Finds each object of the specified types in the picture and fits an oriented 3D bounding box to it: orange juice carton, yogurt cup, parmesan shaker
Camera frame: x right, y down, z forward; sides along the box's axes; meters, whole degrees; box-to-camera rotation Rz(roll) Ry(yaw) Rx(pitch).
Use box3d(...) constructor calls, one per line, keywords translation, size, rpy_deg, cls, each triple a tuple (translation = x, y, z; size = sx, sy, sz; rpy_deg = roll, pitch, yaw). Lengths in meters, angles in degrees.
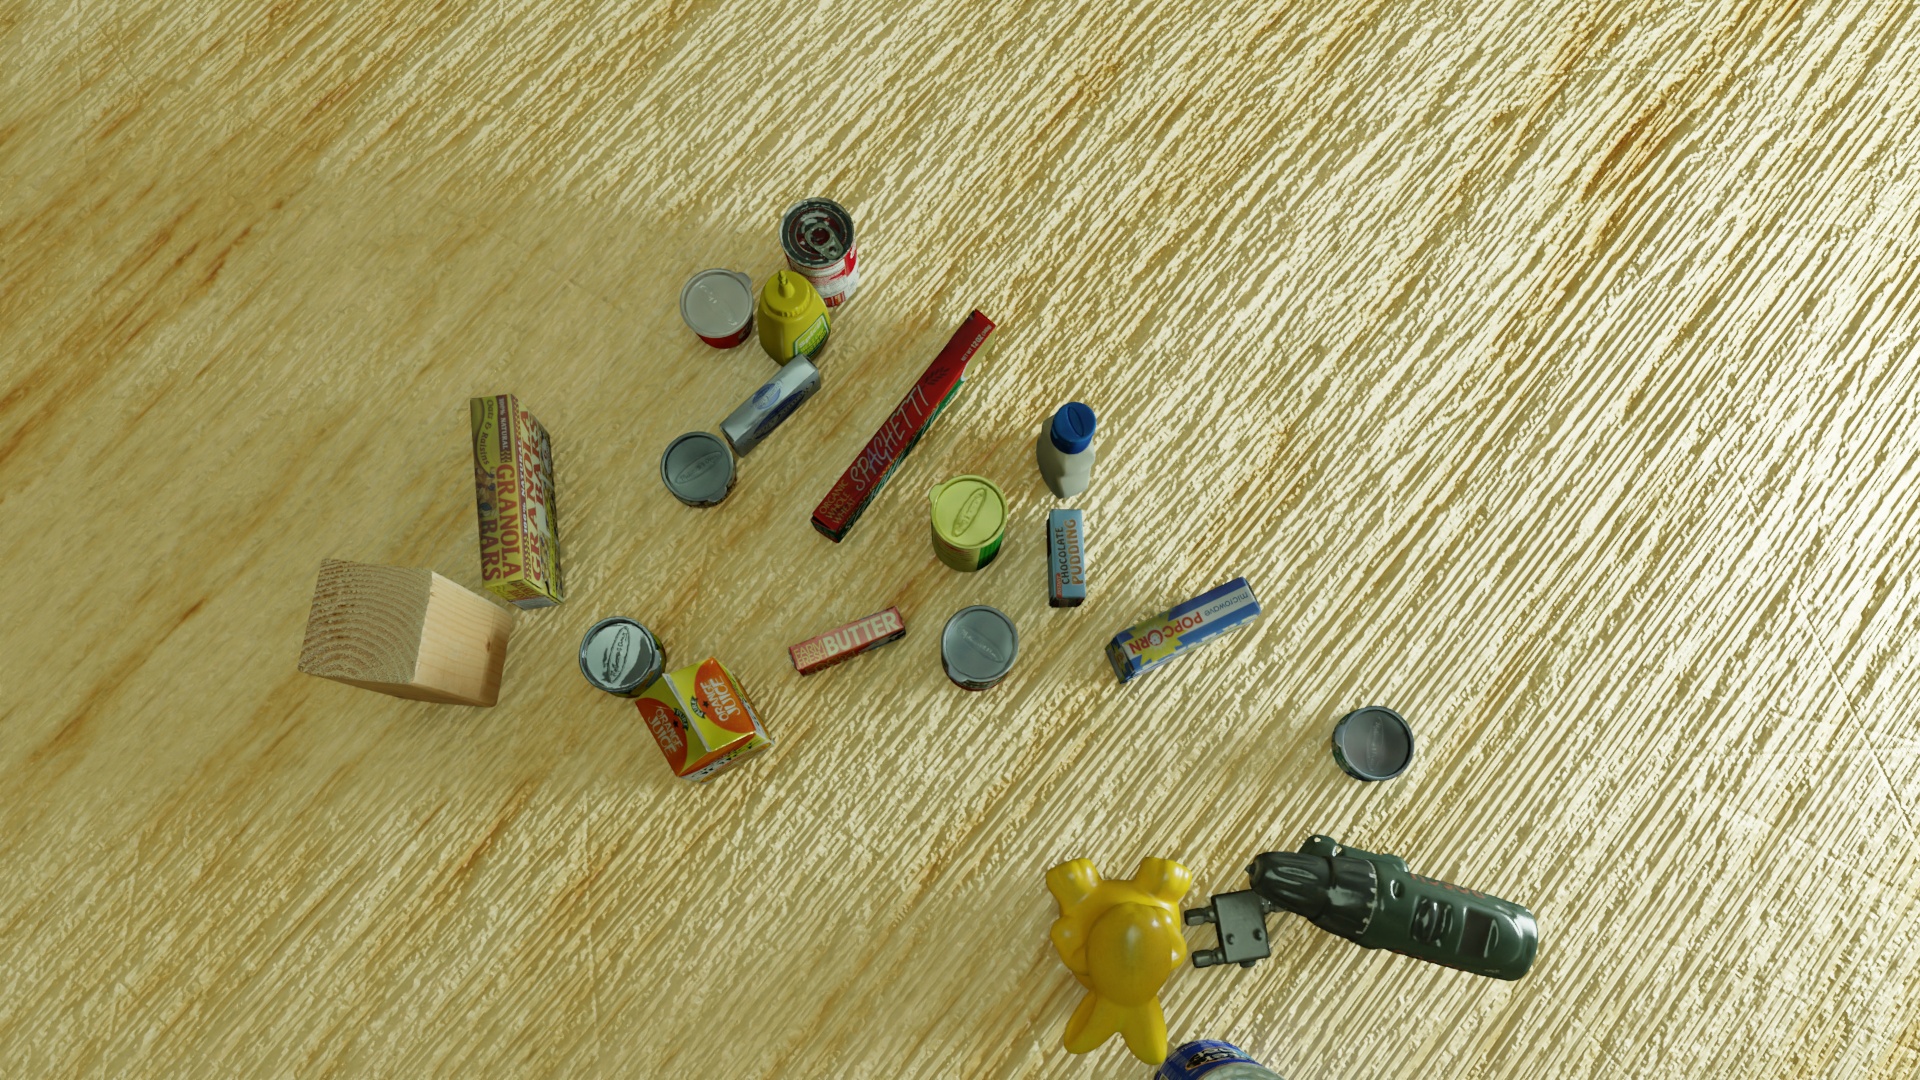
box3d(translation=(-0.210, 0.150, 1.143), size=(0.073, 0.192, 0.072), rpy_deg=(-30, 80, -7), cls="orange juice carton")
box3d(translation=(-0.224, -0.213, 1.297), size=(0.072, 0.054, 0.072), rpy_deg=(0, 77, -1), cls="yogurt cup")
box3d(translation=(0.004, -0.015, 1.231), size=(0.071, 0.103, 0.071), rpy_deg=(0, 78, -1), cls="parmesan shaker")

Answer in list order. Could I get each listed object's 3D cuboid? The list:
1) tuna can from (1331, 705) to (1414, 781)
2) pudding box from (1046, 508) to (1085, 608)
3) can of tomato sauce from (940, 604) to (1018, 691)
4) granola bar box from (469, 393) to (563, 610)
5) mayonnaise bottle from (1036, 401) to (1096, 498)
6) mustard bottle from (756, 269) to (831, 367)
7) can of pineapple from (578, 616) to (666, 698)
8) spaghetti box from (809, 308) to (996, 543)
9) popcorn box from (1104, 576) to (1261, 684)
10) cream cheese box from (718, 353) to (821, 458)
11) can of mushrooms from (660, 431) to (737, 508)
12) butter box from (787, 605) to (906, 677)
box3d(translation=(0.362, 0.180, 1.230), size=(0.071, 0.032, 0.071), rpy_deg=(0, 77, -1), cls="tuna can")
box3d(translation=(0.095, 0.016, 1.253), size=(0.030, 0.049, 0.084), rpy_deg=(-1, 77, -1), cls="pudding box")
box3d(translation=(0.015, 0.098, 1.216), size=(0.071, 0.083, 0.071), rpy_deg=(0, 77, -1), cls="can of tomato sauce")
box3d(translation=(-0.386, -0.031, 1.215), size=(0.039, 0.124, 0.166), rpy_deg=(-8, 78, -3), cls="granola bar box")
box3d(translation=(0.095, -0.083, 1.226), size=(0.041, 0.147, 0.065), rpy_deg=(-21, 79, -6), cls="mayonnaise bottle")
box3d(translation=(-0.152, -0.203, 1.241), size=(0.049, 0.160, 0.065), rpy_deg=(41, 80, 7), cls="mustard bottle")
box3d(translation=(-0.294, 0.104, 1.220), size=(0.071, 0.057, 0.071), rpy_deg=(0, 77, -1), cls="can of pineapple")
box3d(translation=(-0.051, -0.104, 1.278), size=(0.029, 0.050, 0.250), rpy_deg=(36, 79, 6), cls="spaghetti box")
box3d(translation=(0.194, 0.080, 1.223), size=(0.127, 0.085, 0.038), rpy_deg=(-24, 79, -6), cls="popcorn box")
box3d(translation=(-0.174, -0.124, 1.278), size=(0.104, 0.053, 0.024), rpy_deg=(-43, 82, -10), cls="cream cheese box")
box3d(translation=(-0.238, -0.062, 1.272), size=(0.071, 0.033, 0.071), rpy_deg=(0, 77, -1), cls="can of mushrooms")
box3d(translation=(-0.099, 0.090, 1.230), size=(0.103, 0.053, 0.024), rpy_deg=(-21, 79, -6), cls="butter box")
